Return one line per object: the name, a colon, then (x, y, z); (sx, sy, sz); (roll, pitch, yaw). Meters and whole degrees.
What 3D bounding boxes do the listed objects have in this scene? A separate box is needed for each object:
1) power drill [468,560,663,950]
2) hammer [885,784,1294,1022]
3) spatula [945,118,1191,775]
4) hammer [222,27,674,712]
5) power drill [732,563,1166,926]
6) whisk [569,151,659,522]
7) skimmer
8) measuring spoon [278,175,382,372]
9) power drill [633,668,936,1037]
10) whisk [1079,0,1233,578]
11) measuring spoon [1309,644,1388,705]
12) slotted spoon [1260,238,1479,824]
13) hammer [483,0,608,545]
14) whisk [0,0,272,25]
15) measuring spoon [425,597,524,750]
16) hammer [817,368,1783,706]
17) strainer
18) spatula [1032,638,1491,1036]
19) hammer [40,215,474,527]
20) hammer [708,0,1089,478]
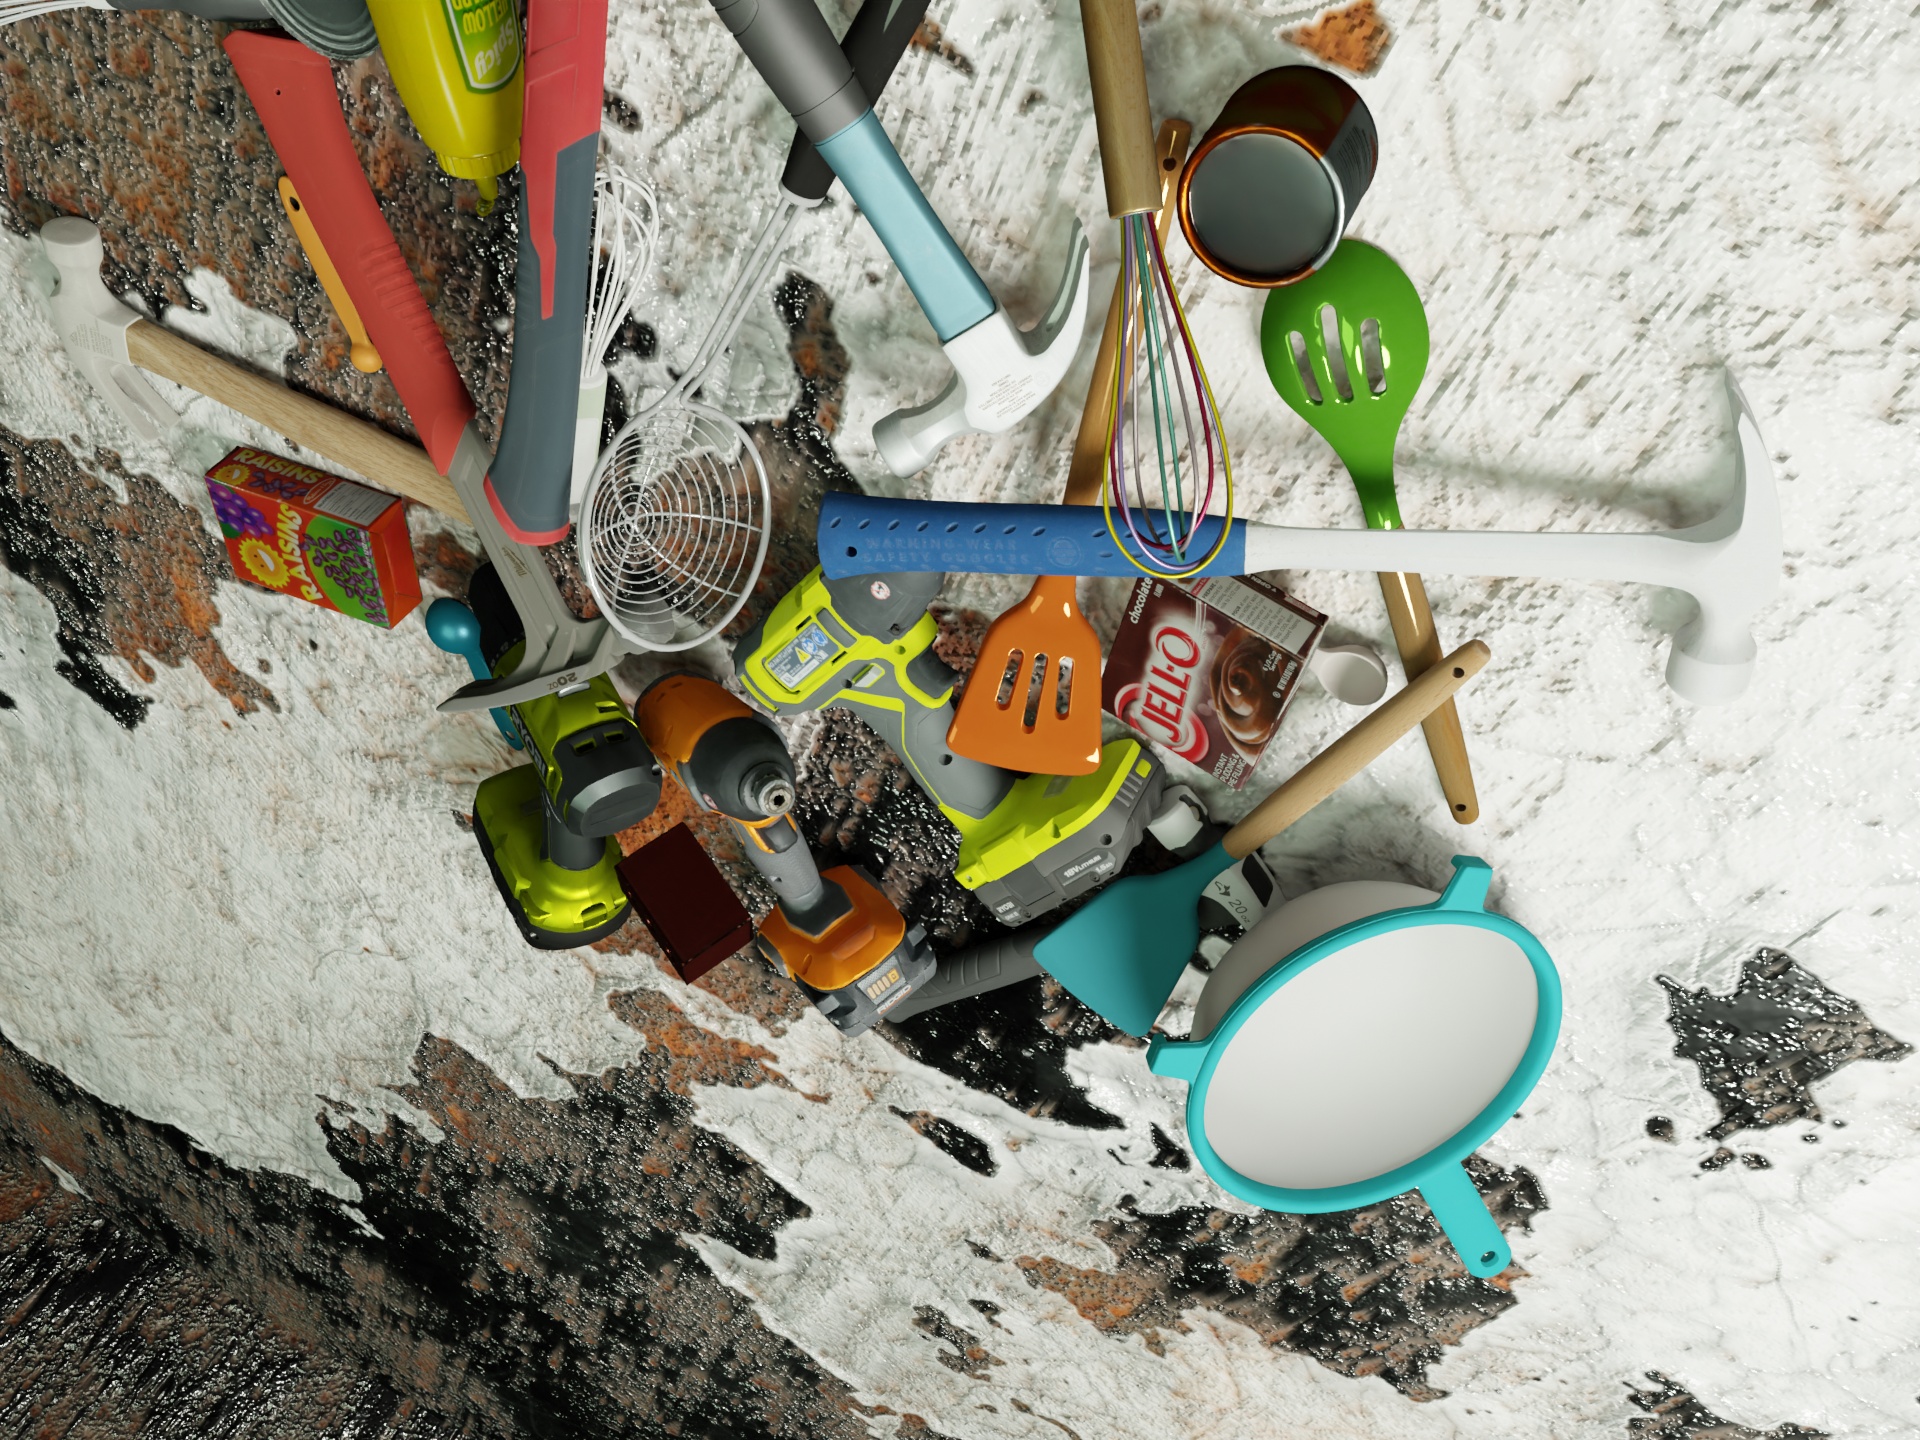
power drill: (-0.262, 0.026, 1.012); (0.191, 0.080, 0.228); (56, 149, 24)
hammer: (0.061, 0.146, 1.001); (0.335, 0.035, 0.146); (-26, 113, 43)
spatula: (0.059, -0.110, 0.730); (0.081, 0.041, 0.322); (10, 128, -4)
hammer: (-0.288, -0.177, 0.836); (0.149, 0.037, 0.359); (-16, 109, 19)
power drill: (-0.001, -0.003, 0.868); (0.223, 0.080, 0.171); (45, 136, -10)
whisk: (-0.195, -0.187, 0.827); (0.059, 0.057, 0.246); (66, 152, 27)
skimmer: (-0.082, -0.177, 0.736); (0.090, 0.127, 0.363); (52, 132, 14)
measuring spoon: (-0.353, -0.245, 0.886); (0.021, 0.011, 0.116); (7, 133, 24)
power drill: (-0.103, 0.082, 0.961); (0.164, 0.084, 0.226); (30, 153, 57)
whisk: (0.069, -0.176, 0.624); (0.047, 0.051, 0.245); (-4, 102, 27)
measuring spoon: (0.156, -0.048, 0.783); (0.124, 0.018, 0.034); (31, 144, 10)
slotted spoon: (0.202, -0.068, 0.725); (0.070, 0.031, 0.313); (-5, 128, 29)
hammer: (-0.162, -0.247, 0.696); (0.143, 0.038, 0.386); (20, 124, 11)
whisk: (-0.456, -0.371, 0.800); (0.284, 0.070, 0.070); (9, 134, 15)
measuring spoon: (-0.326, -0.025, 1.071); (0.042, 0.021, 0.128); (4, 130, 27)
hammer: (0.135, -0.080, 0.688); (0.405, 0.035, 0.144); (3, 130, 13)
strainer: (0.237, 0.202, 0.899); (0.211, 0.095, 0.340); (-32, 126, 5)
spatula: (0.155, 0.060, 0.816); (0.082, 0.044, 0.317); (39, 133, -3)
hammer: (-0.401, -0.181, 0.960); (0.331, 0.031, 0.130); (25, 137, 6)
hammer: (-0.056, -0.247, 0.629); (0.128, 0.033, 0.330); (-28, 127, 15)
